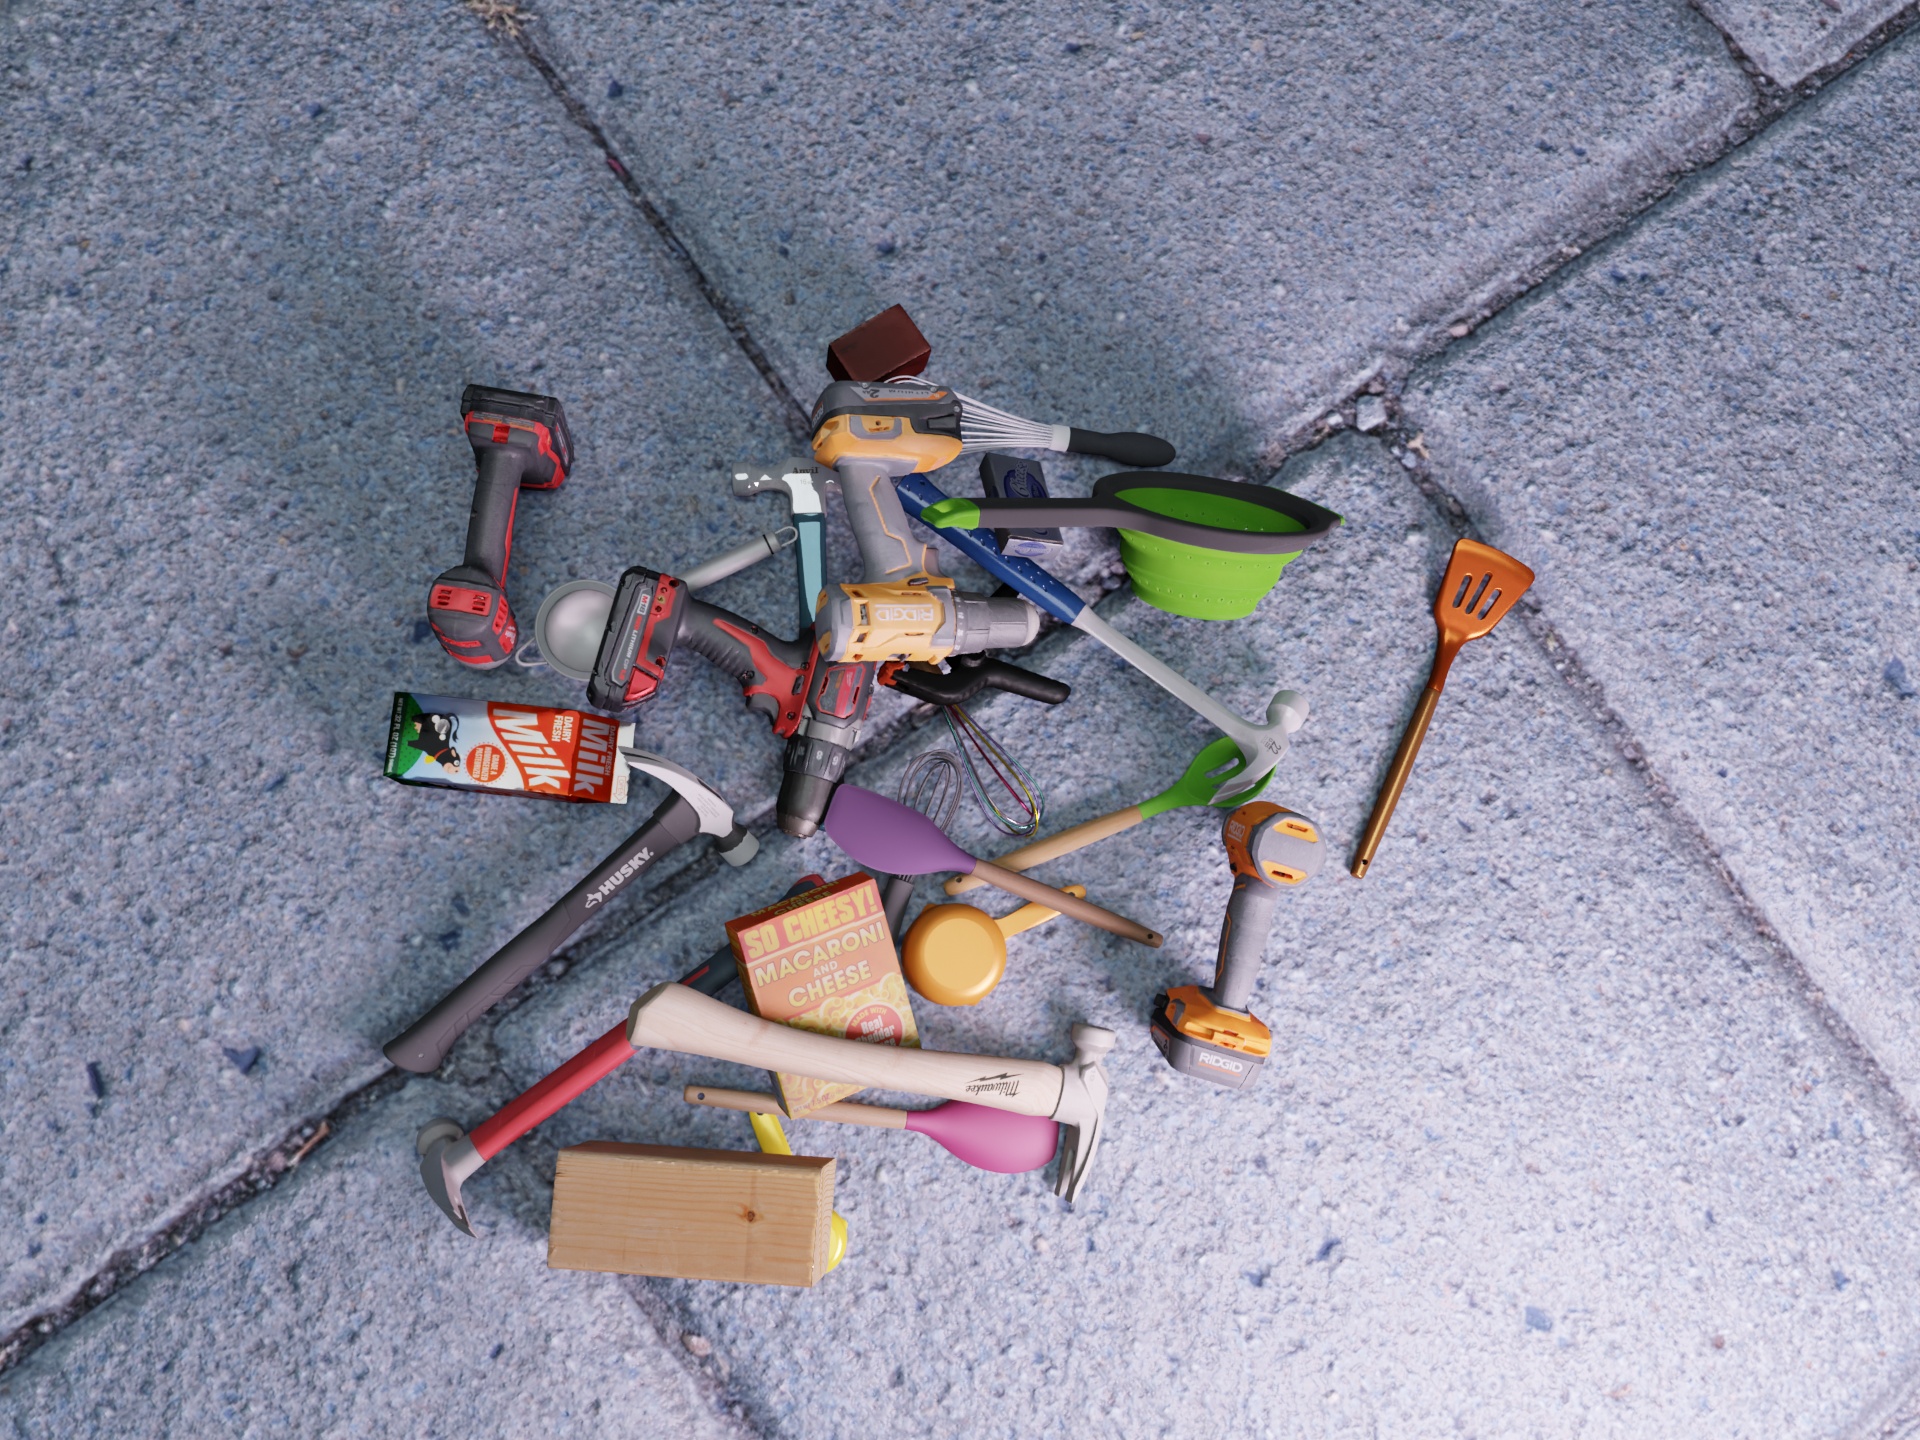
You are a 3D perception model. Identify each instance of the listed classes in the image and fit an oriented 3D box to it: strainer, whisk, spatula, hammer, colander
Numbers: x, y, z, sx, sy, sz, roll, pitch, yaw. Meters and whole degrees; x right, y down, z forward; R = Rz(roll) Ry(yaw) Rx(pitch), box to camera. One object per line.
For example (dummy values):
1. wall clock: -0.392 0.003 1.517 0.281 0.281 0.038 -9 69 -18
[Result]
1. strainer: -0.255 -0.105 1.352 0.258 0.050 0.087 -26 91 -4
2. whisk: -0.001 -0.005 1.380 0.051 0.047 0.245 -32 83 -9
3. spatula: 0.032 0.134 1.338 0.315 0.018 0.060 23 76 -15
4. hammer: -0.332 0.163 1.296 0.335 0.035 0.146 -41 122 -5
5. hammer: -0.066 0.284 1.267 0.410 0.038 0.146 15 81 -23
6. spatula: 0.419 -0.006 1.429 0.081 0.041 0.323 25 80 -3
7. colander: 0.139 -0.140 1.334 0.397 0.205 0.094 -5 115 -31
8. hammer: 0.109 -0.082 1.372 0.405 0.035 0.144 36 51 4
9. whisk: -0.052 0.137 1.350 0.055 0.055 0.239 19 84 -4
10. whisk: 0.057 -0.258 1.419 0.284 0.070 0.070 6 81 -11
11. hammer: -0.255 0.254 1.274 0.386 0.143 0.038 -36 115 -15
12. hammer: -0.126 -0.066 1.378 0.128 0.033 0.331 -3 82 -6

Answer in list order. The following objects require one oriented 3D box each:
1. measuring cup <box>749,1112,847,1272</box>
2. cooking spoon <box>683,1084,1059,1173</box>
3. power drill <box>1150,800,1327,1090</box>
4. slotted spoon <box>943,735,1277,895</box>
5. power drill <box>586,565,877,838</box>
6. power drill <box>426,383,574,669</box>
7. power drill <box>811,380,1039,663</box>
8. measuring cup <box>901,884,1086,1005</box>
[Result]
1. measuring cup: -0.141 0.382 1.310 0.062 0.029 0.156 -23 85 -9
2. cooking spoon: -0.071 0.331 1.328 0.319 0.017 0.069 9 80 -9
3. power drill: 0.231 0.177 1.334 0.084 0.164 0.226 17 92 -4
4. slotted spoon: 0.131 0.088 1.386 0.313 0.031 0.070 -22 52 -6
5. power drill: -0.188 -0.017 1.303 0.226 0.080 0.188 16 82 -13
6. power drill: -0.382 -0.152 1.313 0.078 0.143 0.220 9 74 -4
7. power drill: -0.032 -0.157 1.307 0.185 0.084 0.226 -1 78 -20
8. measuring cup: 0.033 0.180 1.349 0.173 0.052 0.095 -25 85 -9
